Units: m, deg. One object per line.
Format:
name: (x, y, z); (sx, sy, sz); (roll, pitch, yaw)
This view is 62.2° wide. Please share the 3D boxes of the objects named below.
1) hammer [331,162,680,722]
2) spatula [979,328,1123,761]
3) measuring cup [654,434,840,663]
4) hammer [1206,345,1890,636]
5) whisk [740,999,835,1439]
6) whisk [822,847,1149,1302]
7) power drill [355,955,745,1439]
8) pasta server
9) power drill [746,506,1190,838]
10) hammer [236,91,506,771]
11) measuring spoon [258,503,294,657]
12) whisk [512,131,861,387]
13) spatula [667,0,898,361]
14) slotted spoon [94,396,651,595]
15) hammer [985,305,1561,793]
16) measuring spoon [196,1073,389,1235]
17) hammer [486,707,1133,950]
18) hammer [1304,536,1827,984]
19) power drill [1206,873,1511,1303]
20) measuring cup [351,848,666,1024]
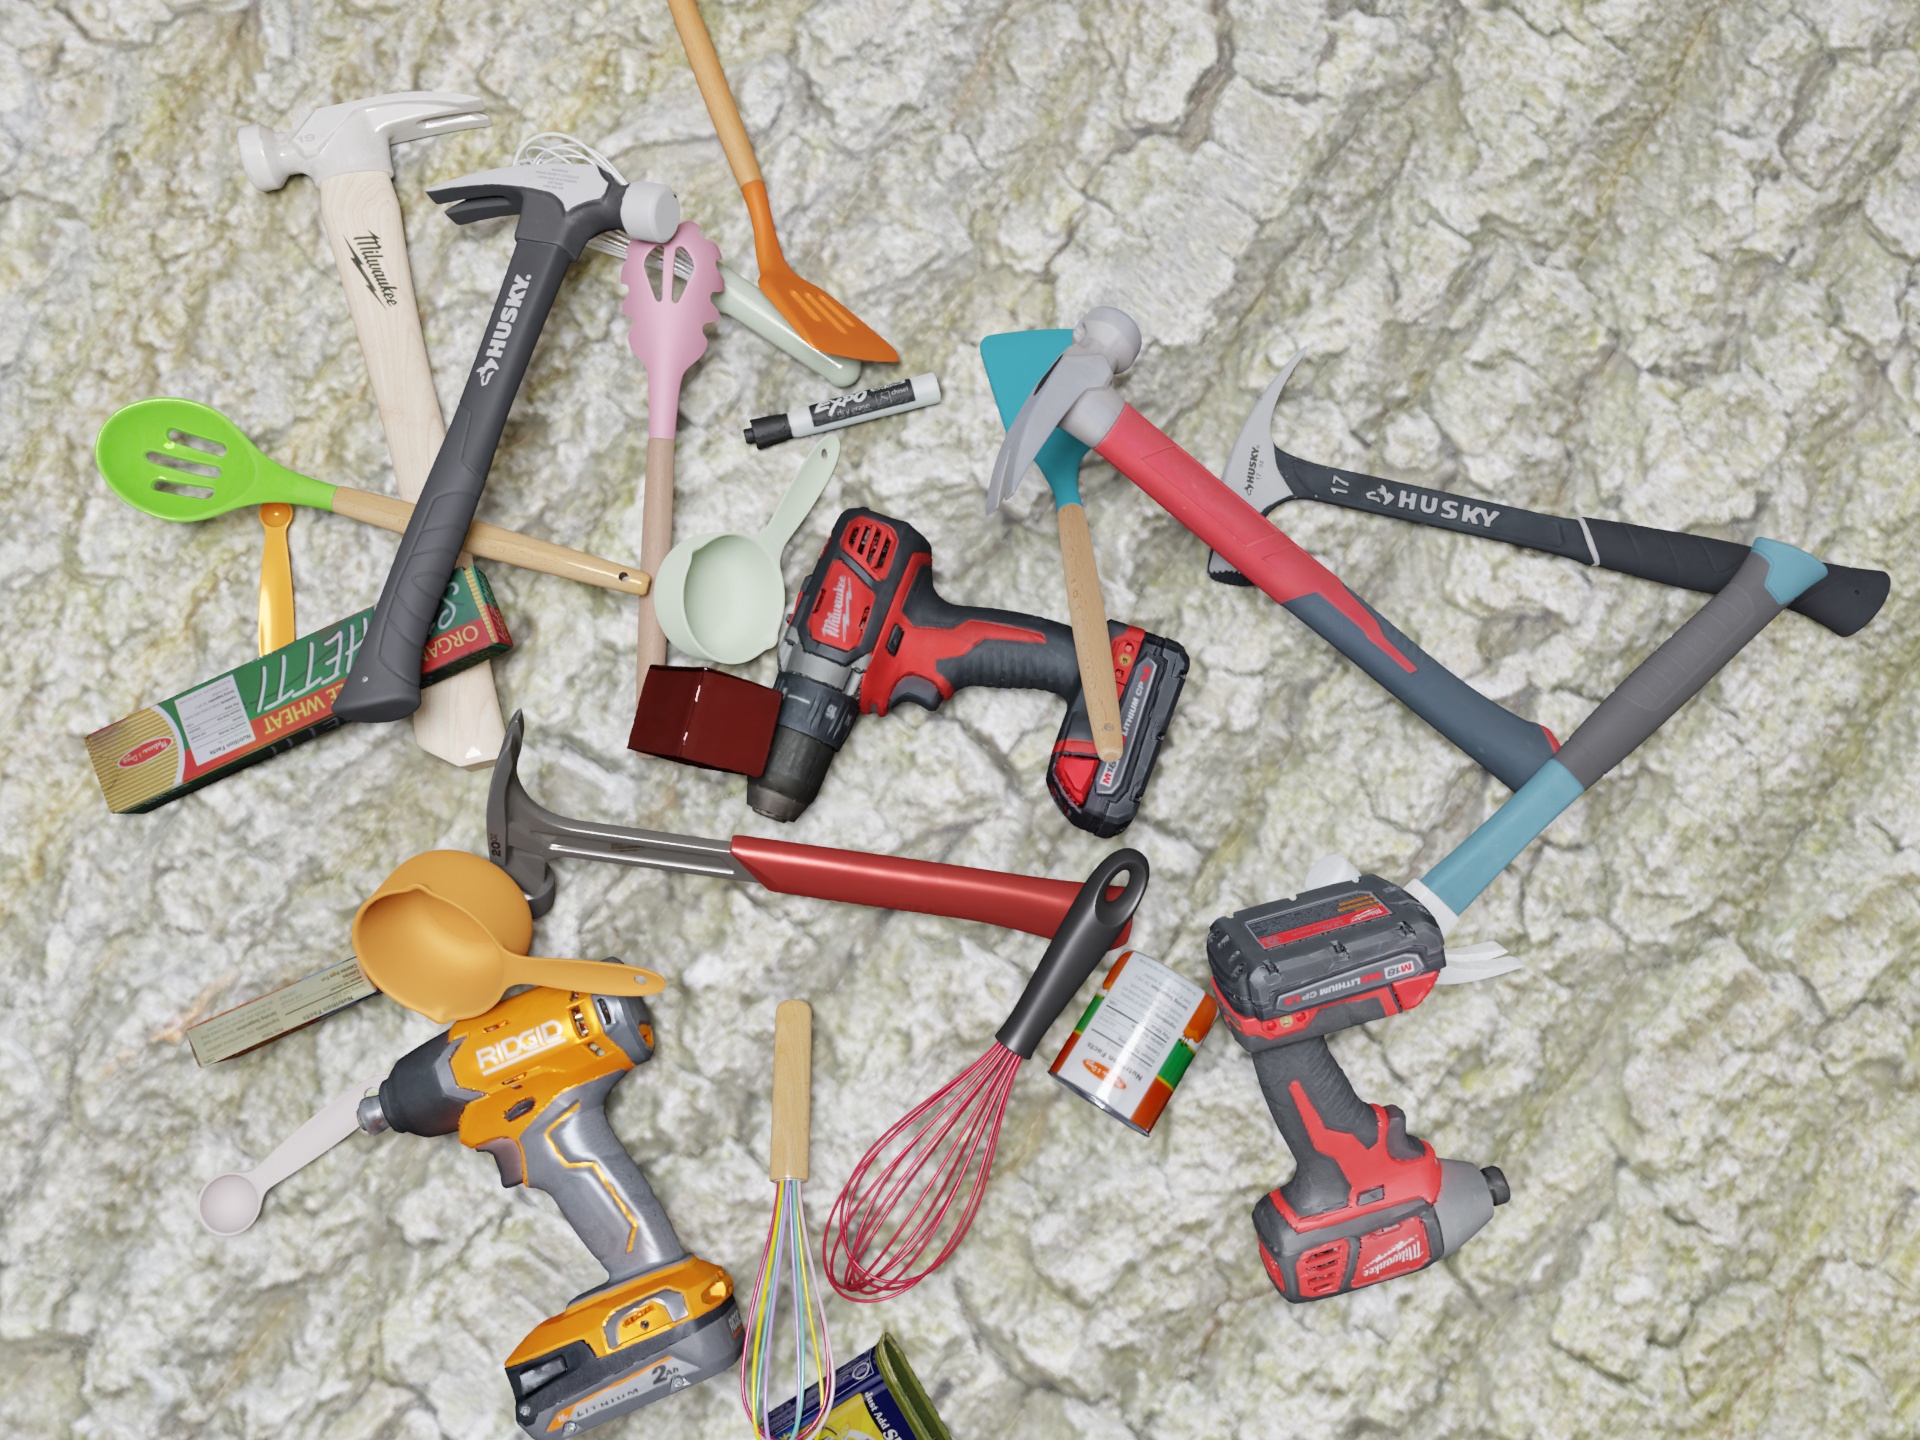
hammer: (-0.274, -0.157, 0.877); (0.146, 0.035, 0.335); (13, 78, 18)
spatula: (0.064, -0.108, 0.897); (0.082, 0.044, 0.318); (-3, 49, -3)
measuring cup: (-0.122, -0.107, 0.940); (0.083, 0.038, 0.168); (51, 56, -37)
hammer: (0.360, -0.117, 0.964); (0.409, 0.036, 0.149); (12, 81, -1)
whisk: (-0.092, 0.274, 0.865); (0.047, 0.051, 0.245); (9, 62, -21)
whisk: (0.017, 0.196, 0.874); (0.073, 0.073, 0.296); (33, 91, 2)
power drill: (-0.224, 0.263, 0.867); (0.164, 0.084, 0.226); (-22, 80, -4)
pasta server: (-0.175, -0.136, 0.929); (0.060, 0.040, 0.316); (3, 94, -6)
power drill: (-0.001, -0.003, 0.914); (0.226, 0.080, 0.188); (21, 82, 3)
hammer: (-0.315, -0.174, 0.944); (0.146, 0.038, 0.411); (-13, 83, -5)
measuring spoon: (-0.403, -0.074, 0.941); (0.021, 0.011, 0.117); (-2, 86, -3)
whisk: (-0.165, -0.274, 0.962); (0.246, 0.058, 0.059); (33, 117, -1)
spatula: (-0.128, -0.351, 0.970); (0.041, 0.081, 0.323); (-29, 78, 36)
slotted spoon: (-0.329, -0.117, 0.904); (0.313, 0.031, 0.070); (15, 84, -2)
hammer: (0.190, -0.061, 0.892); (0.386, 0.038, 0.143); (37, 61, -12)
measuring spoon: (-0.371, 0.242, 0.898); (0.124, 0.018, 0.034); (-38, 85, -13)
hammer: (-0.078, 0.078, 0.884); (0.359, 0.149, 0.037); (9, 46, -7)
hammer: (0.353, 0.020, 0.899); (0.331, 0.033, 0.128); (-45, 109, 5)
power drill: (0.219, 0.205, 0.868); (0.143, 0.079, 0.219); (-15, 106, -3)
measuring cup: (-0.237, 0.118, 0.861); (0.173, 0.052, 0.095); (6, 121, 6)
